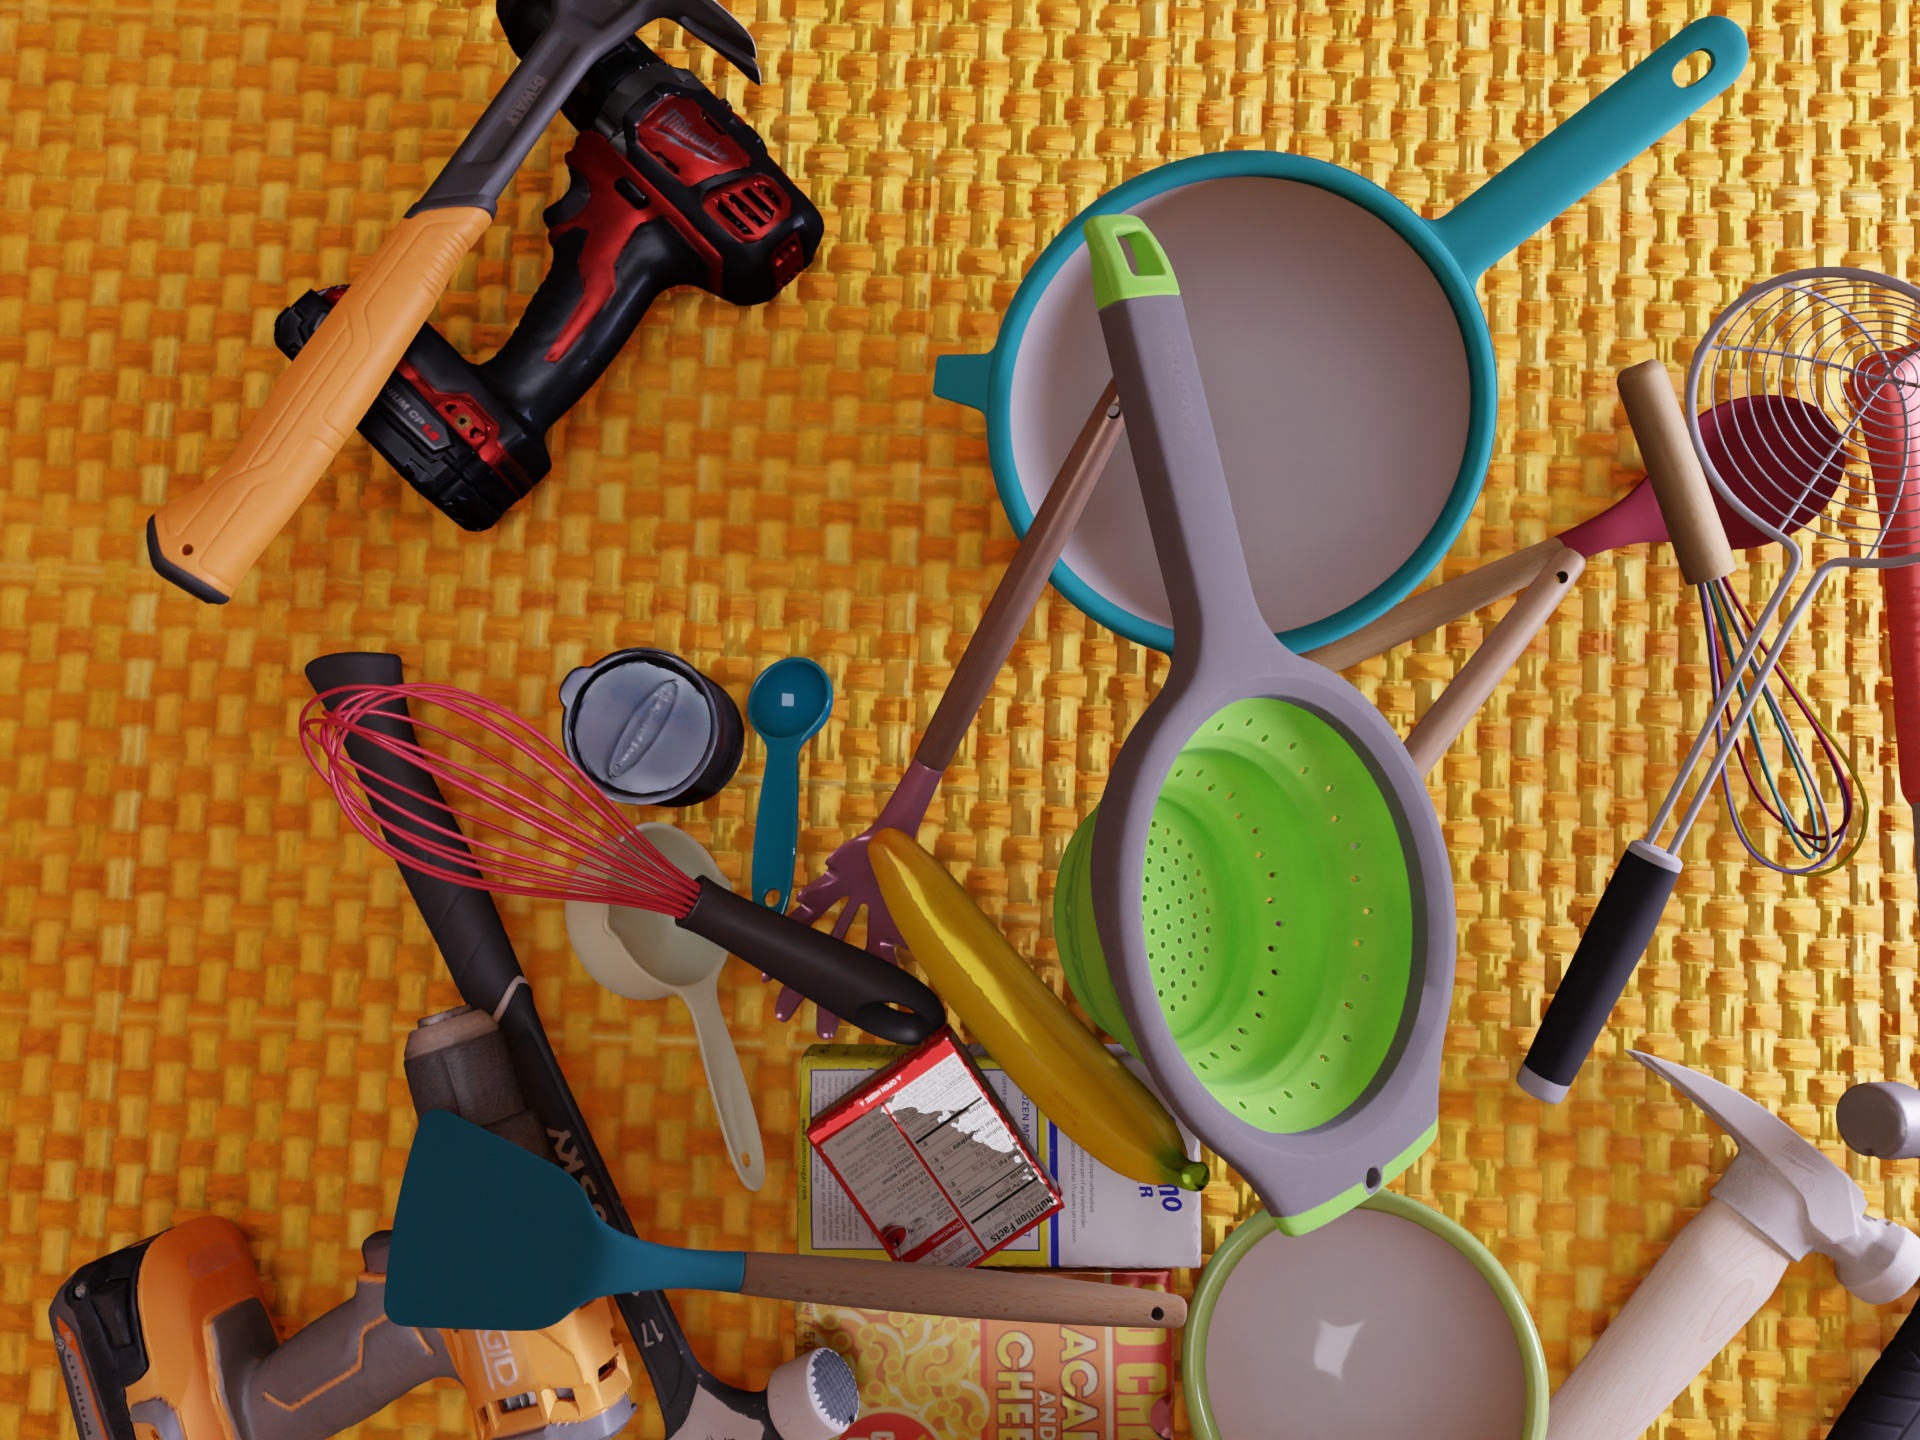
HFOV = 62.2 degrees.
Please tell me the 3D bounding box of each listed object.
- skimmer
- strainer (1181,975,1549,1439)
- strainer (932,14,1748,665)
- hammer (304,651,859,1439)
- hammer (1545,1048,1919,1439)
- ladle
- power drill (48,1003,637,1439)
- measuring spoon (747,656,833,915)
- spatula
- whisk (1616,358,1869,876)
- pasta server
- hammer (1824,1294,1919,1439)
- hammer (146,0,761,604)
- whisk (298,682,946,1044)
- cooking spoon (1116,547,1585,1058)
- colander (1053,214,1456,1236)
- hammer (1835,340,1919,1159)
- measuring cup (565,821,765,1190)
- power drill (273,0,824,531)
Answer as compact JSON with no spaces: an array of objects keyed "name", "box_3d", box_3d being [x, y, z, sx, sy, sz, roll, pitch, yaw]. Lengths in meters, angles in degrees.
[{"name":"skimmer","box_3d":[0.304,0.001,0.659,0.127,0.090,0.363,33,108,40]},{"name":"strainer","box_3d":[0.179,0.232,0.703,0.151,0.069,0.256,-6,66,25]},{"name":"strainer","box_3d":[0.170,-0.174,0.686,0.340,0.095,0.211,-37,96,15]},{"name":"hammer","box_3d":[-0.197,0.148,0.709,0.149,0.036,0.409,-31,81,19]},{"name":"hammer","box_3d":[0.238,0.339,0.701,0.146,0.038,0.410,40,87,5]},{"name":"ladle","box_3d":[0.256,-0.067,0.739,0.315,0.031,0.069,-24,93,0]},{"name":"power drill","box_3d":[-0.262,0.233,0.671,0.226,0.084,0.185,-18,85,12]},{"name":"measuring spoon","box_3d":[-0.078,0.034,0.722,0.042,0.021,0.129,-5,69,20]},{"name":"spatula","box_3d":[-0.062,0.217,0.632,0.317,0.044,0.082,10,83,-13]},{"name":"whisk","box_3d":[0.347,-0.045,0.711,0.051,0.047,0.245,-24,94,-37]},{"name":"pasta server","box_3d":[-0.001,-0.002,0.689,0.060,0.040,0.316,25,105,-9]},{"name":"hammer","box_3d":[0.379,0.362,0.699,0.146,0.035,0.335,36,86,4]},{"name":"hammer","box_3d":[-0.222,-0.190,0.673,0.127,0.034,0.337,31,81,3]},{"name":"whisk","box_3d":[-0.127,0.065,0.649,0.295,0.073,0.073,31,86,-21]},{"name":"cooking spoon","box_3d":[0.181,0.051,0.723,0.069,0.017,0.319,38,92,7]},{"name":"colander","box_3d":[0.086,0.001,0.650,0.204,0.094,0.397,-16,92,-40]},{"name":"hammer","box_3d":[0.436,0.009,0.703,0.149,0.037,0.359,5,81,-28]},{"name":"measuring cup","box_3d":[-0.126,0.129,0.703,0.038,0.083,0.167,-20,86,31]},{"name":"power drill","box_3d":[-0.200,-0.220,0.732,0.227,0.080,0.188,-44,86,-6]}]
